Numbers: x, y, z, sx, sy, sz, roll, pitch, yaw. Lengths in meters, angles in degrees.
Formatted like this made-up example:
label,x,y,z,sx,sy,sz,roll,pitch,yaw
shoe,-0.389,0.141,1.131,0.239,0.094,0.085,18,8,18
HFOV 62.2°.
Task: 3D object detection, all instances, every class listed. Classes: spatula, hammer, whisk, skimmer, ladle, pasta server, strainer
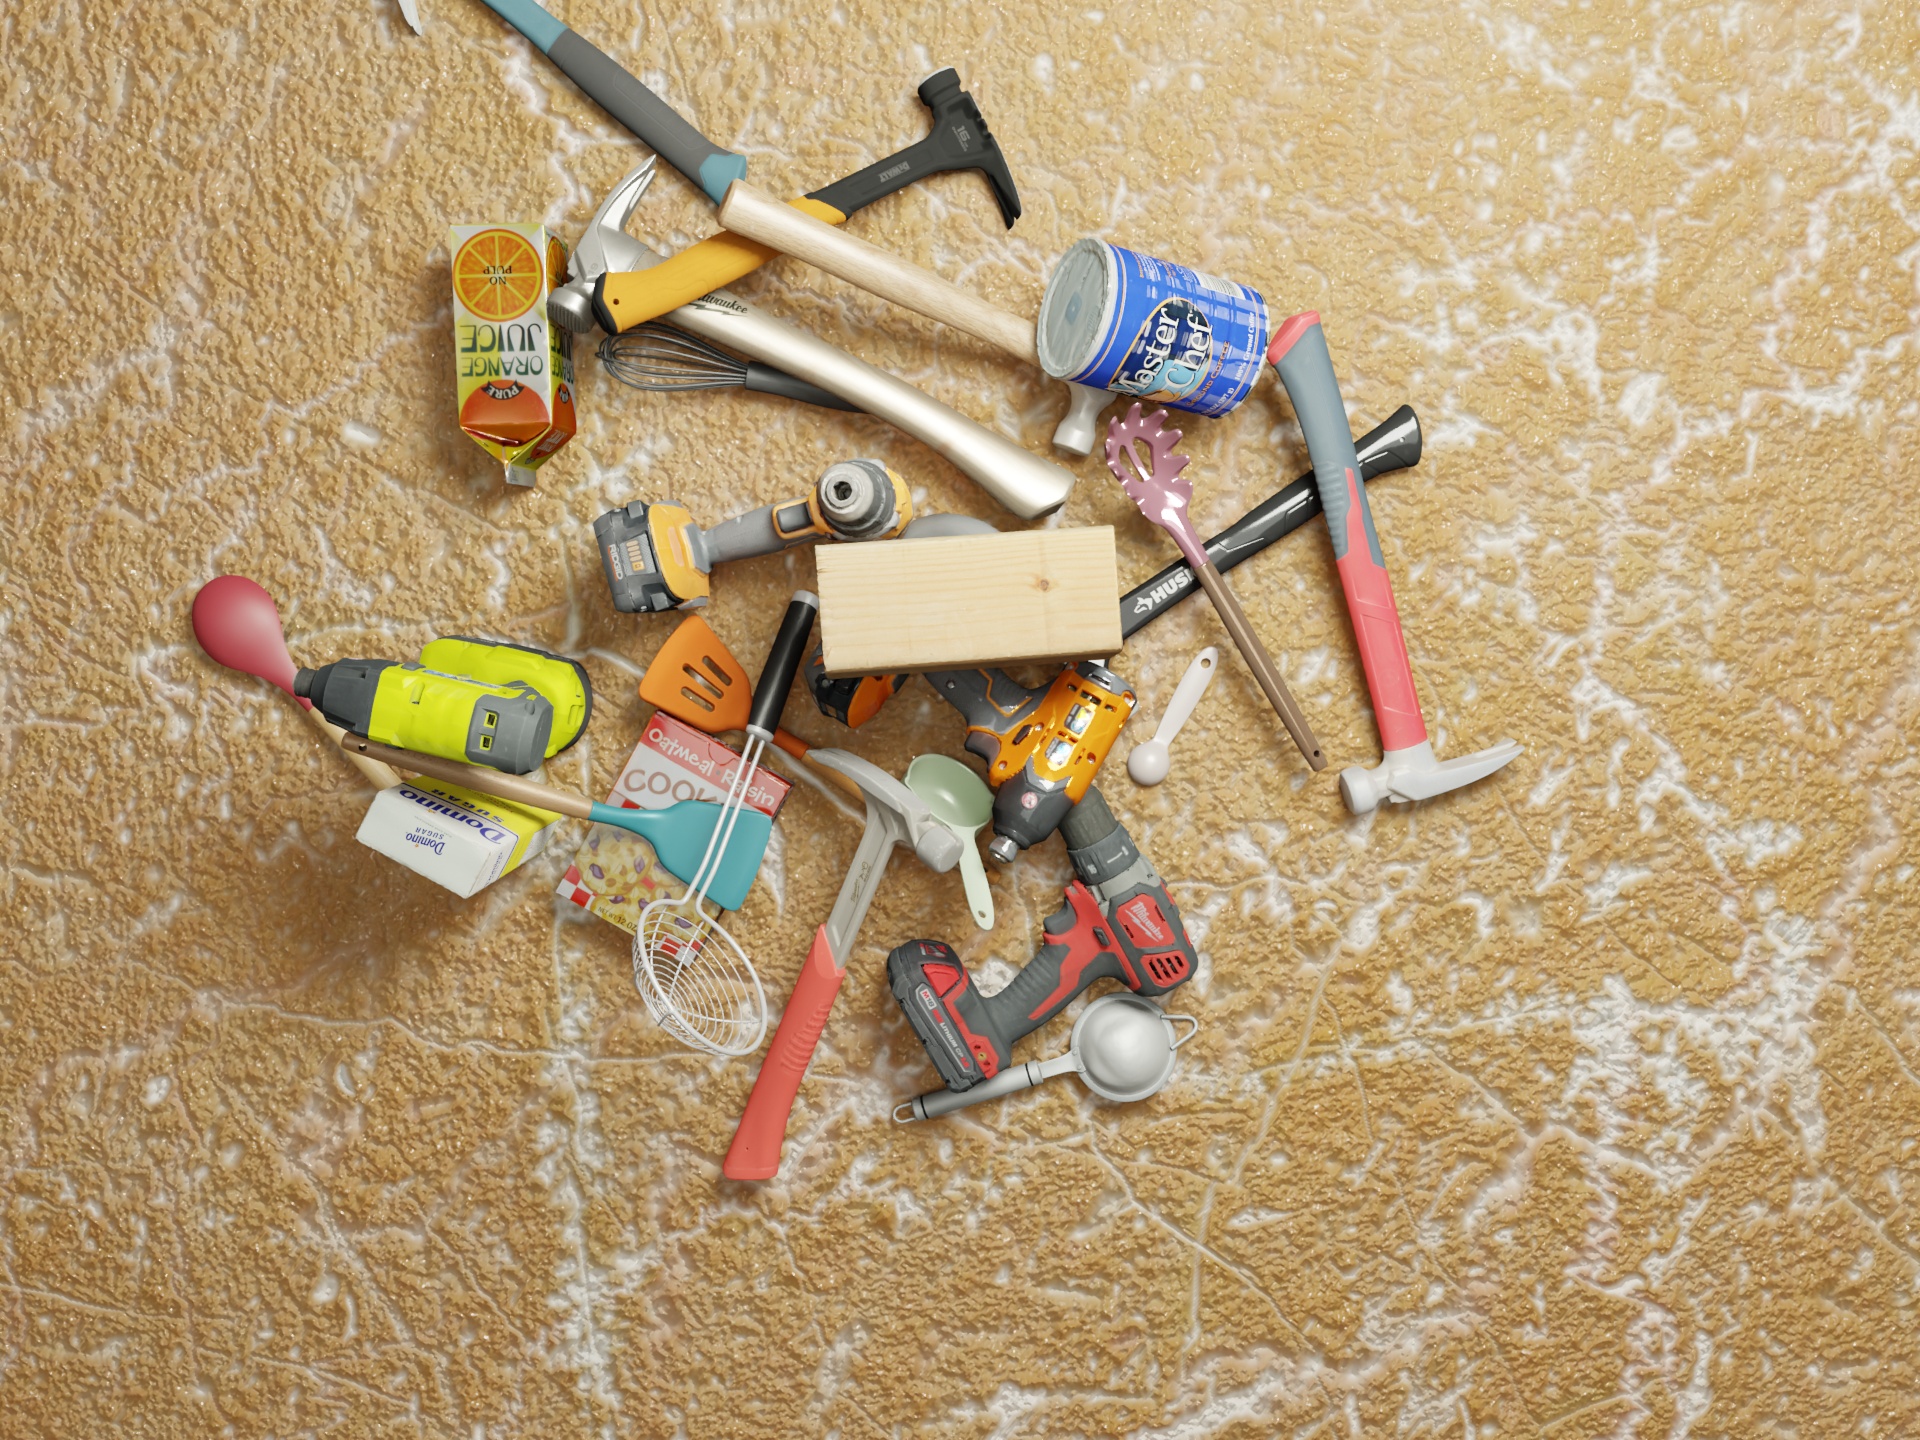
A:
label,x,y,z,sx,sy,sz,roll,pitch,yaw
spatula,-0.301,0.062,1.192,0.317,0.044,0.082,19,99,-24
hammer,-0.297,-0.512,1.221,0.331,0.033,0.128,39,93,-3
hammer,-0.116,-0.364,1.183,0.337,0.034,0.127,-30,94,-15
whisk,-0.164,-0.268,1.236,0.239,0.055,0.055,10,95,-5
hammer,-0.119,0.204,1.239,0.149,0.036,0.359,34,111,31
hammer,0.214,-0.144,1.245,0.335,0.035,0.146,-33,94,3
skimmer,-0.149,0.065,1.180,0.127,0.090,0.363,36,63,-42
ladle,-0.497,0.009,1.269,0.069,0.031,0.315,-42,95,3
spatula,-0.102,0.038,1.259,0.322,0.041,0.081,33,72,-4
hammer,0.321,-0.125,1.216,0.143,0.038,0.386,-18,104,1
pasta server,0.200,-0.096,1.214,0.060,0.040,0.316,-32,96,-8
strainer,0.067,0.283,1.279,0.258,0.050,0.087,-19,79,5
hammer,-0.096,-0.275,1.210,0.410,0.038,0.146,27,75,-6
hammer,-0.021,-0.318,1.182,0.331,0.031,0.130,20,93,-22

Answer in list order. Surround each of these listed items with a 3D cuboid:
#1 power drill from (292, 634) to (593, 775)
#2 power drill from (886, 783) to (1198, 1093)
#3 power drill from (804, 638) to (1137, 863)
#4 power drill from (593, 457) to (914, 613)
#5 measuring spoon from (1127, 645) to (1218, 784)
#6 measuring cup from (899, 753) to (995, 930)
label,x,y,z,sx,sy,sz,roll,pitch,yaw
power drill,-0.368,-0.015,1.165,0.171,0.223,0.080,13,94,-1
power drill,0.054,0.166,1.246,0.226,0.080,0.188,-29,100,-1
power drill,-0.002,-0.004,1.202,0.226,0.084,0.164,28,76,9
power drill,-0.150,-0.142,1.176,0.226,0.185,0.084,-14,93,5
measuring spoon,0.172,-0.004,1.265,0.034,0.018,0.124,29,93,-2
measuring cup,-0.006,0.099,1.216,0.083,0.168,0.038,12,133,-29
